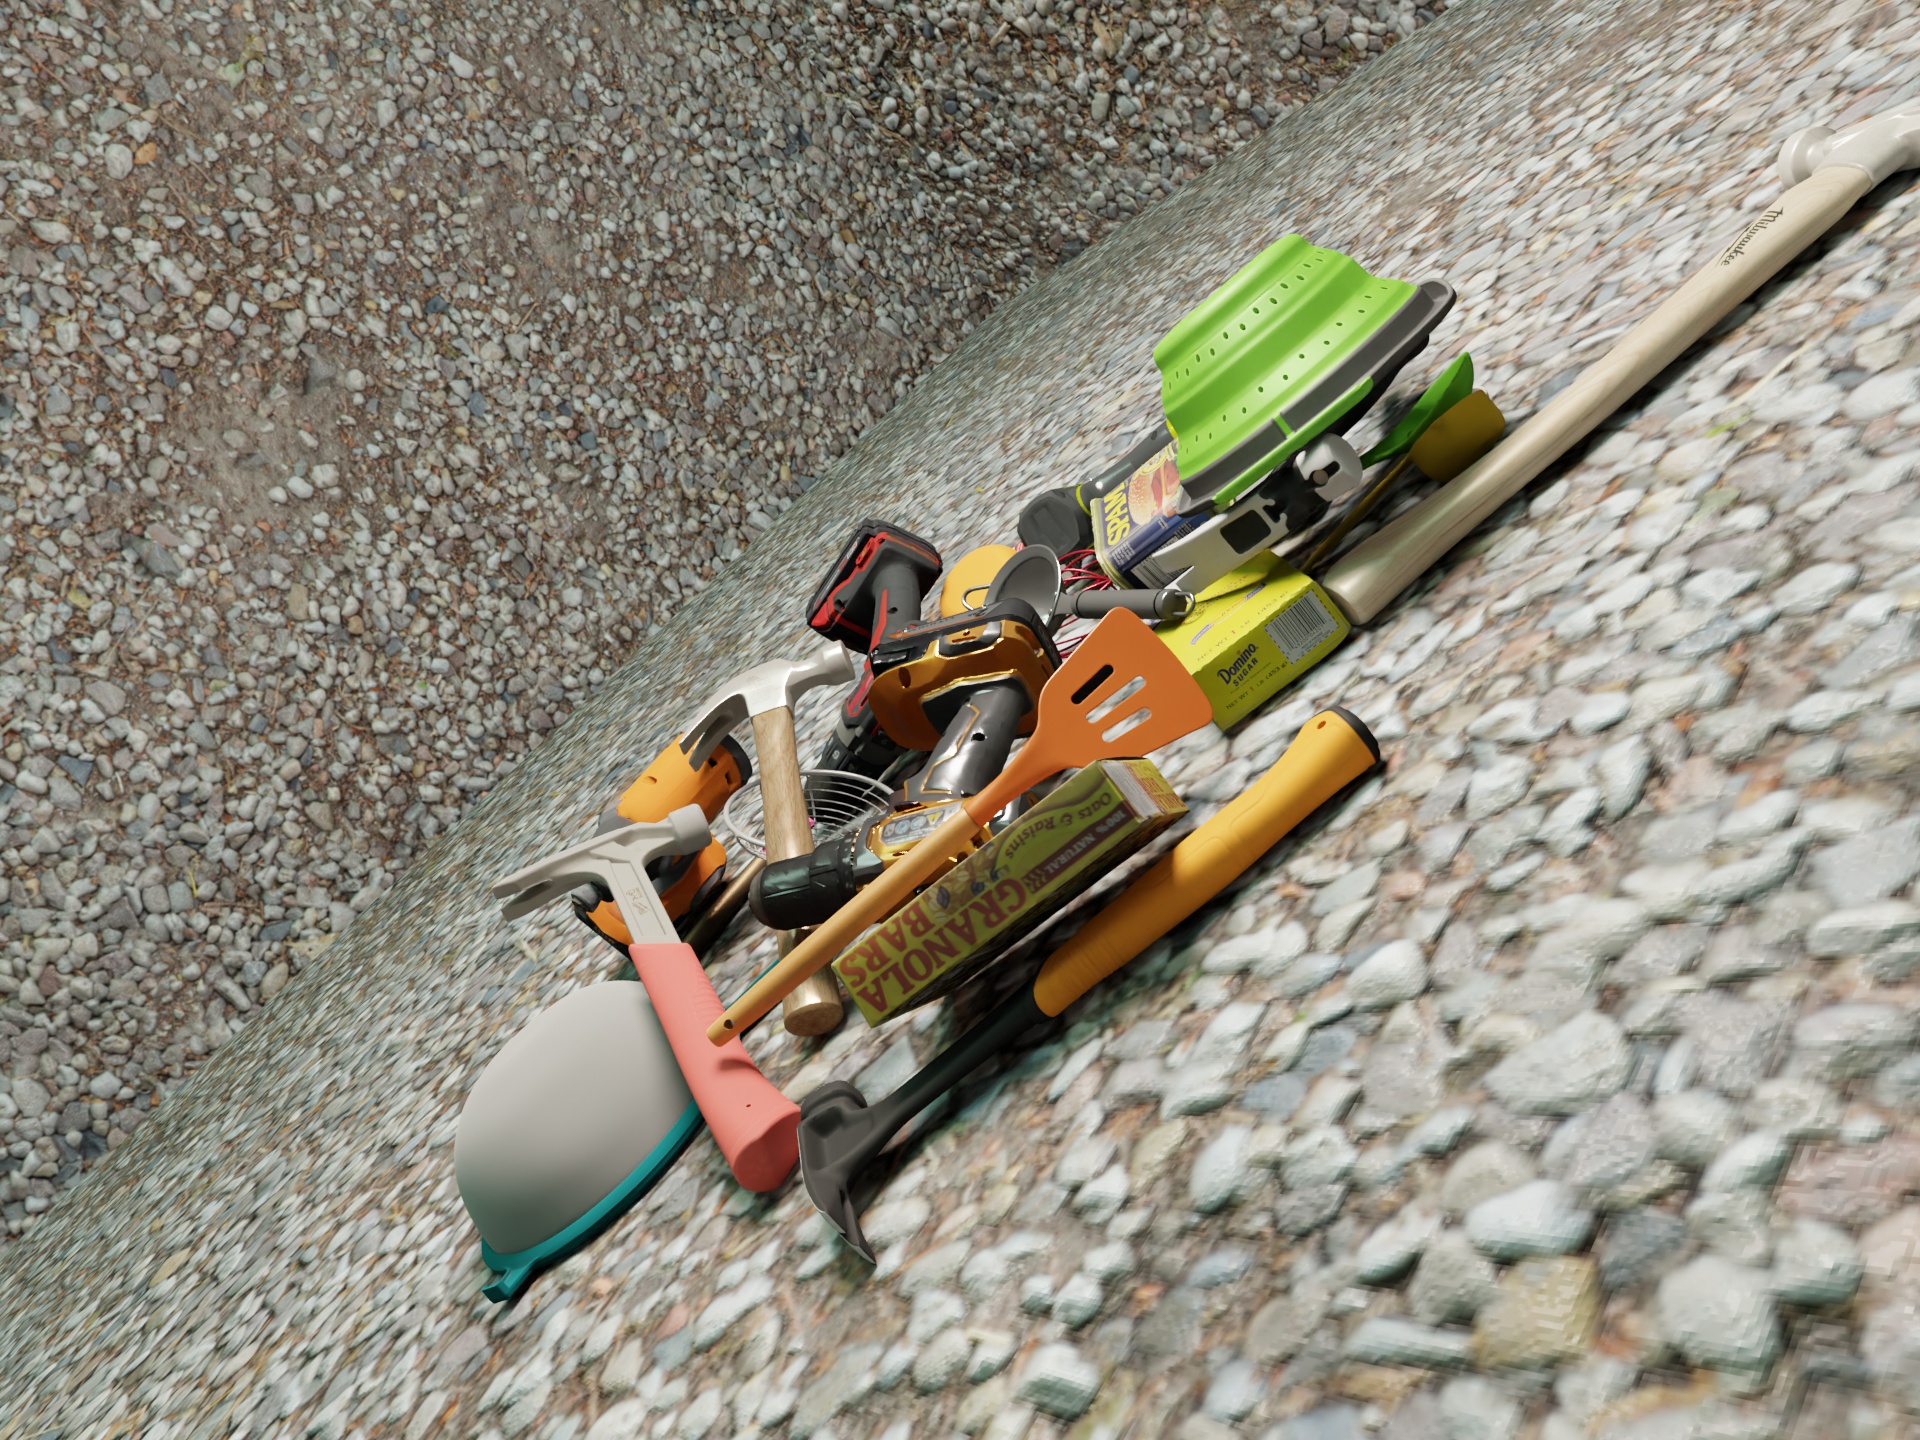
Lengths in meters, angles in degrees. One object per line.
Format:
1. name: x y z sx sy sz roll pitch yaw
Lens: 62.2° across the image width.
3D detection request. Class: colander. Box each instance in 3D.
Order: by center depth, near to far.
1. colander: 0.208 -0.251 1.021 0.204 0.094 0.397 -37 7 28

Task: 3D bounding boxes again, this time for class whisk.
1. whisk: 0.034 -0.053 1.221 0.296 0.073 0.073 -31 17 48

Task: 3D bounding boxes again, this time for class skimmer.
1. skimmer: -0.002 -0.004 1.103 0.363 0.090 0.127 -35 16 18

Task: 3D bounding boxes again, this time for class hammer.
1. hammer: 0.061 0.112 0.744 0.337 0.034 0.127 -40 15 0
2. hammer: 0.370 -0.193 0.871 0.410 0.038 0.146 -40 17 0
3. hammer: -0.179 0.160 0.949 0.149 0.036 0.359 -23 30 -14
4. hammer: 0.232 -0.185 1.011 0.146 0.035 0.335 -36 8 42
5. hammer: -0.116 0.072 1.046 0.130 0.031 0.332 -20 41 4

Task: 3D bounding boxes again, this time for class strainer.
1. strainer: -0.201 0.193 1.014 0.340 0.095 0.211 -43 16 -7
2. strainer: 0.079 -0.074 1.046 0.258 0.050 0.087 8 81 63

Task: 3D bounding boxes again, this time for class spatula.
1. spatula: -0.010 0.068 0.850 0.322 0.081 0.041 -41 -9 5

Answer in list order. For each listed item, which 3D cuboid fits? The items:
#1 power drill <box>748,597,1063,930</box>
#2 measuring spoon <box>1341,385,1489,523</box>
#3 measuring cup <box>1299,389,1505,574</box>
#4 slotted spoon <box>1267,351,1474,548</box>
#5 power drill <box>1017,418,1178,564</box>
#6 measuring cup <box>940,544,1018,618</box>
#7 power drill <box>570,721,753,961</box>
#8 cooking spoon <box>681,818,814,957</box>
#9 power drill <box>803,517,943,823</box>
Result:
1. power drill: -0.028 0.035 0.976 0.185 0.084 0.226 -16 36 22
2. measuring spoon: 0.292 -0.164 1.018 0.124 0.018 0.034 -45 24 6
3. measuring cup: 0.267 -0.134 0.968 0.156 0.029 0.062 -48 -16 24
4. slotted spoon: 0.211 -0.131 1.050 0.313 0.031 0.070 -37 10 29
5. power drill: 0.163 -0.211 1.291 0.223 0.080 0.171 -35 -4 25
6. measuring cup: -0.002 -0.071 1.324 0.173 0.052 0.095 -49 41 2
7. power drill: -0.242 0.108 1.226 0.164 0.084 0.226 -50 -5 -28
8. cooking spoon: -0.170 0.127 1.266 0.069 0.017 0.319 -24 22 47
9. power drill: -0.074 -0.040 1.288 0.188 0.080 0.227 -54 26 27
